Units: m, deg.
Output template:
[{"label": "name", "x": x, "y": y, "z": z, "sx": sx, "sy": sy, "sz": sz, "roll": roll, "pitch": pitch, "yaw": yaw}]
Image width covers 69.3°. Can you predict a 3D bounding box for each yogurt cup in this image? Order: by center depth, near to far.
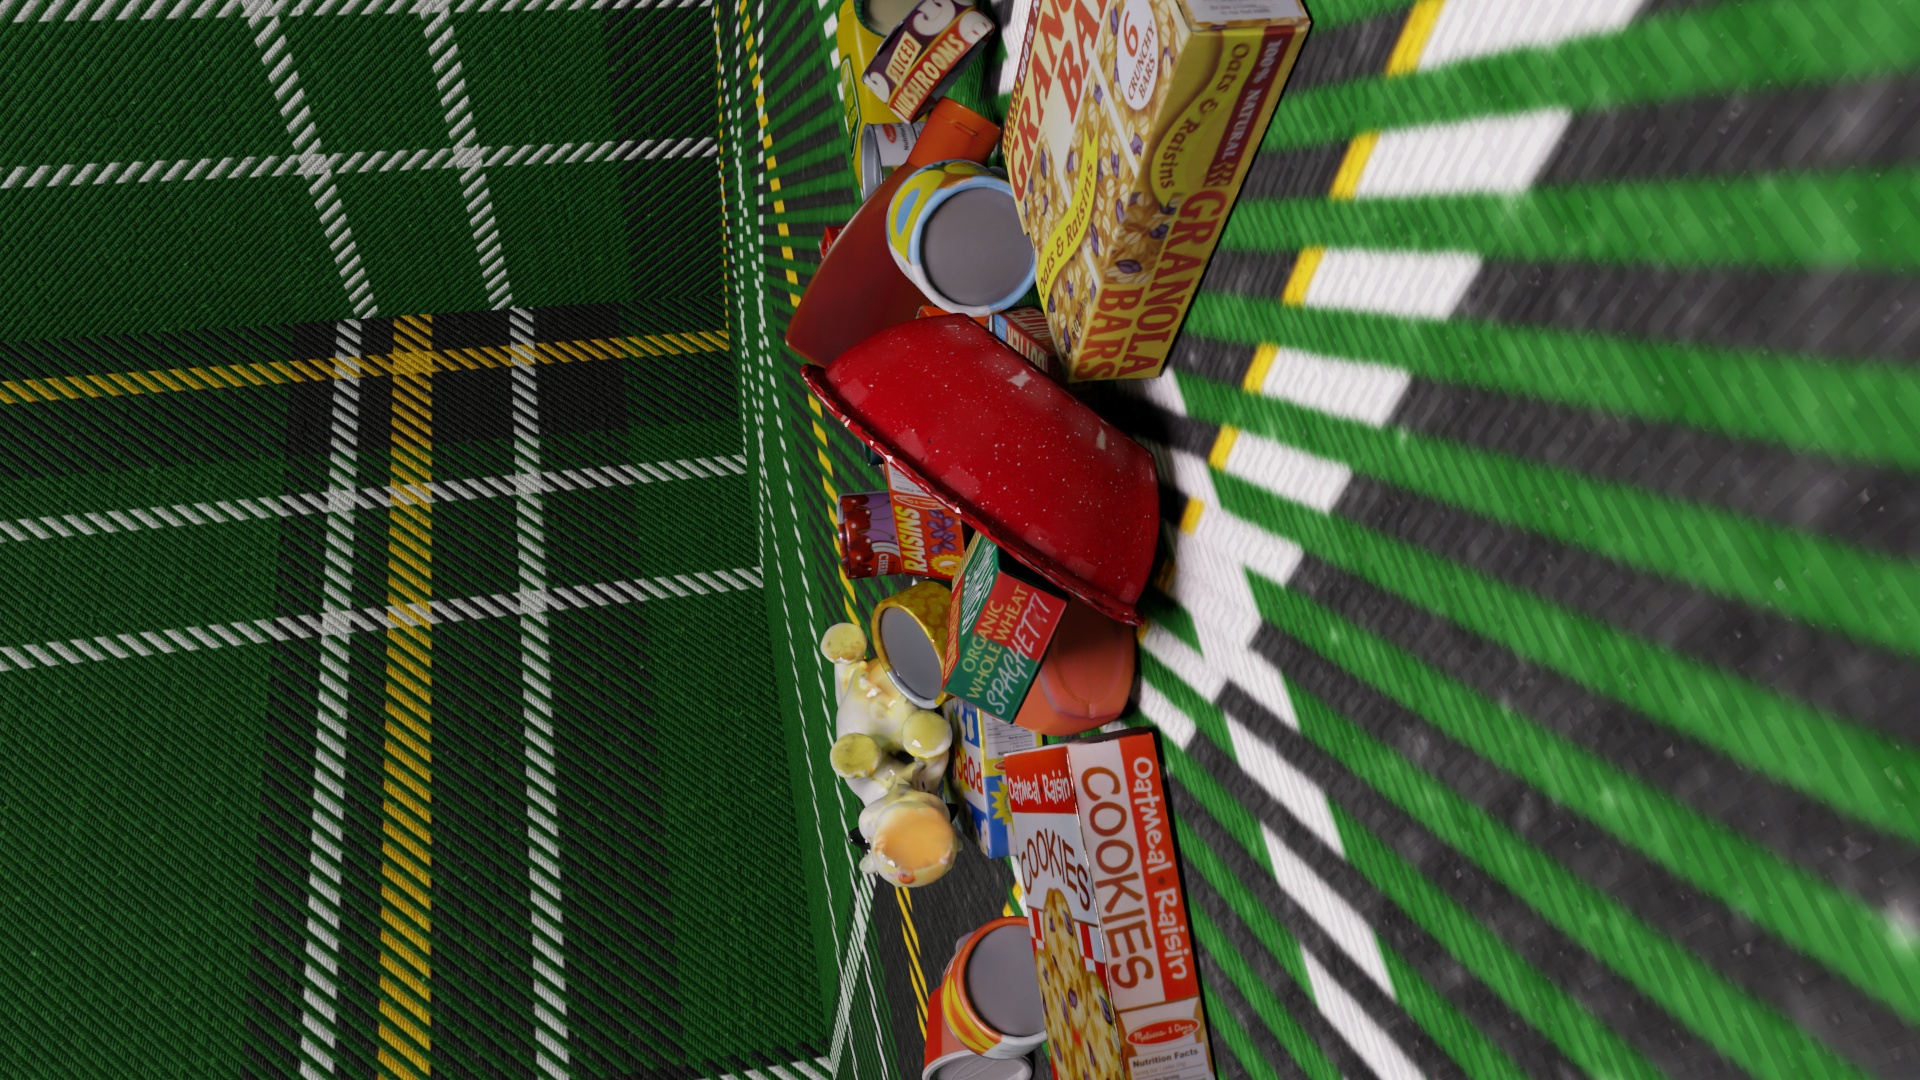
[{"label": "yogurt cup", "x": 0.009, "y": 0.309, "z": 0.866, "sx": 0.072, "sy": 0.072, "sz": 0.054, "roll": 96, "pitch": 171, "yaw": -45}]

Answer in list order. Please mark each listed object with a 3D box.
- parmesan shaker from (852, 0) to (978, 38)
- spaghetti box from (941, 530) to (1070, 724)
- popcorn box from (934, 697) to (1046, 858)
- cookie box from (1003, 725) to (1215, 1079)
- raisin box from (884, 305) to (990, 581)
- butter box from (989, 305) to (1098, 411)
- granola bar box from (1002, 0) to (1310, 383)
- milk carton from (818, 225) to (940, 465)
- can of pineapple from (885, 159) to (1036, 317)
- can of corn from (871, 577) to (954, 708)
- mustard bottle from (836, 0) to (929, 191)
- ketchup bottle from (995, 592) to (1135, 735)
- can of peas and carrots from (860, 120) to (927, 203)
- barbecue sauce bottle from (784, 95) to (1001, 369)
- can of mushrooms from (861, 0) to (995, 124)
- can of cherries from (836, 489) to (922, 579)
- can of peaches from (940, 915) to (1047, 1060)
[{"label": "parmesan shaker", "x": -0.030, "y": -0.324, "z": 0.722, "sx": 0.071, "sy": 0.071, "sz": 0.103, "roll": 124, "pitch": 139, "yaw": -72}, {"label": "spaghetti box", "x": 0.017, "y": 0.021, "z": 0.591, "sx": 0.250, "sy": 0.029, "sz": 0.050, "roll": -85, "pitch": 20, "yaw": -83}, {"label": "popcorn box", "x": 0.017, "y": 0.126, "z": 0.793, "sx": 0.126, "sy": 0.038, "sz": 0.085, "roll": 175, "pitch": 89, "yaw": -78}, {"label": "cookie box", "x": 0.062, "y": 0.168, "z": 0.598, "sx": 0.122, "sy": 0.040, "sz": 0.167, "roll": 133, "pitch": 129, "yaw": -74}, {"label": "raisin box", "x": -0.009, "y": -0.047, "z": 0.716, "sx": 0.122, "sy": 0.040, "sz": 0.086, "roll": 84, "pitch": -164, "yaw": -57}, {"label": "butter box", "x": 0.037, "y": -0.072, "z": 0.635, "sx": 0.104, "sy": 0.024, "sz": 0.053, "roll": -124, "pitch": 30, "yaw": -67}, {"label": "granola bar box", "x": 0.055, "y": -0.151, "z": 0.472, "sx": 0.164, "sy": 0.039, "sz": 0.124, "roll": 105, "pitch": 156, "yaw": -59}, {"label": "milk carton", "x": -0.038, "y": -0.135, "z": 0.843, "sx": 0.191, "sy": 0.072, "sz": 0.073, "roll": -108, "pitch": 16, "yaw": -45}, {"label": "can of pineapple", "x": 0.003, "y": -0.146, "z": 0.661, "sx": 0.058, "sy": 0.071, "sz": 0.070, "roll": -123, "pitch": 29, "yaw": -63}, {"label": "can of corn", "x": -0.008, "y": 0.049, "z": 0.763, "sx": 0.071, "sy": 0.058, "sz": 0.070, "roll": 32, "pitch": 135, "yaw": 39}, {"label": "mustard bottle", "x": -0.052, "y": -0.297, "z": 0.885, "sx": 0.065, "sy": 0.049, "sz": 0.160, "roll": 120, "pitch": 142, "yaw": -68}, {"label": "ketchup bottle", "x": 0.039, "y": 0.060, "z": 0.640, "sx": 0.148, "sy": 0.043, "sz": 0.065, "roll": 128, "pitch": 143, "yaw": -74}, {"label": "can of peas and carrots", "x": -0.021, "y": -0.196, "z": 0.766, "sx": 0.071, "sy": 0.059, "sz": 0.071, "roll": 176, "pitch": 88, "yaw": -79}, {"label": "barbecue sauce bottle", "x": -0.030, "y": -0.152, "z": 0.710, "sx": 0.148, "sy": 0.065, "sz": 0.044, "roll": -60, "pitch": 10, "yaw": 11}, {"label": "can of mushrooms", "x": -0.016, "y": -0.242, "z": 0.691, "sx": 0.033, "sy": 0.071, "sz": 0.071, "roll": 43, "pitch": 170, "yaw": -7}, {"label": "can of cherries", "x": -0.061, "y": -0.003, "z": 1.049, "sx": 0.071, "sy": 0.058, "sz": 0.071, "roll": 176, "pitch": 88, "yaw": -78}, {"label": "can of peaches", "x": 0.024, "y": 0.236, "z": 0.739, "sx": 0.057, "sy": 0.071, "sz": 0.071, "roll": 109, "pitch": 153, "yaw": -62}]
